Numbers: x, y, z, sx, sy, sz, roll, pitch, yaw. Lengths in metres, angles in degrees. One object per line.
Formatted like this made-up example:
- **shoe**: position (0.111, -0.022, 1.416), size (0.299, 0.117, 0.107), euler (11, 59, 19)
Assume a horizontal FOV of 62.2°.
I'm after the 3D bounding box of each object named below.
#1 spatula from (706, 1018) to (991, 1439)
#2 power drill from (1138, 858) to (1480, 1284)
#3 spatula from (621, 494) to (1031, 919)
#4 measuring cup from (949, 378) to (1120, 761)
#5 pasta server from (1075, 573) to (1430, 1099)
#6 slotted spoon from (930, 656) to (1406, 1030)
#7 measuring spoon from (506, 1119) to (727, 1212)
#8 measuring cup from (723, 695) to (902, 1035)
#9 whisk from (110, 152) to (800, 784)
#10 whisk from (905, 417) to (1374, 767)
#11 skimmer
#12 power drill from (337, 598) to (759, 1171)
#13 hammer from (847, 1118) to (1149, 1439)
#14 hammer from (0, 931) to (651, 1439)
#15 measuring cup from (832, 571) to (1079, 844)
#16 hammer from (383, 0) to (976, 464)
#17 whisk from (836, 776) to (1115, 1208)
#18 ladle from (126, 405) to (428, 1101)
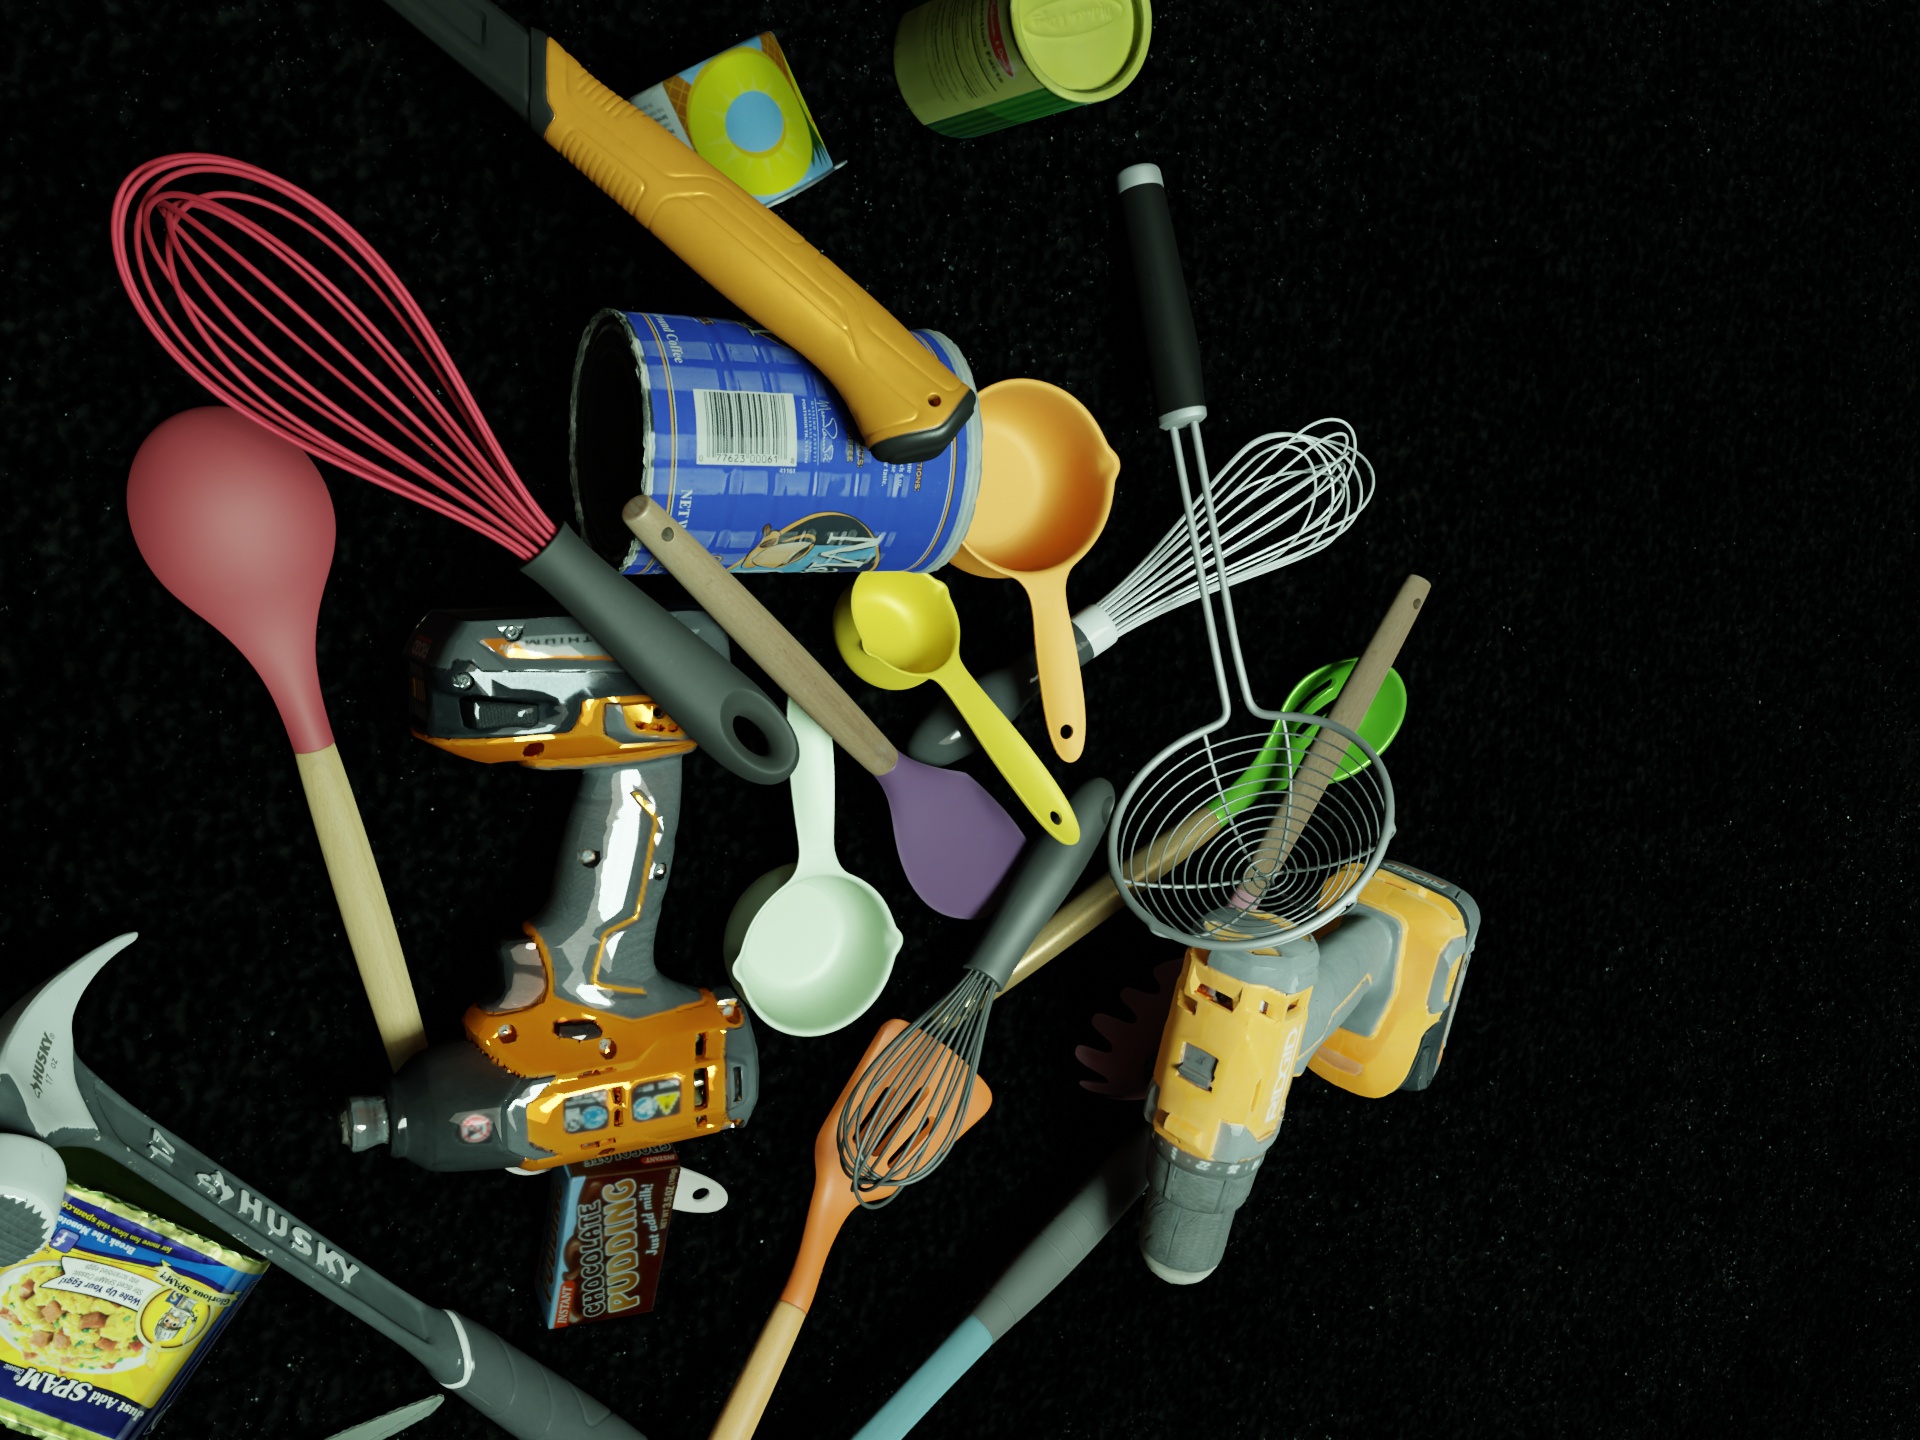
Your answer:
- **spatula**: position (-0.083, 0.291, 0.722), size (0.081, 0.041, 0.323), euler (44, 57, -28)
- **power drill**: position (0.170, 0.171, 0.805), size (0.226, 0.084, 0.185), euler (-10, 116, -50)
- **spatula**: position (-0.047, 0.007, 0.678), size (0.060, 0.018, 0.315), euler (-54, 139, -12)
- **measuring cup**: position (0.027, -0.067, 0.731), size (0.095, 0.052, 0.173), euler (-14, 101, -24)
- **pasta server**: position (0.157, 0.063, 0.825), size (0.060, 0.040, 0.316), euler (29, 89, -38)
- **slotted spoon**: position (0.110, 0.063, 0.826), size (0.314, 0.031, 0.070), euler (-35, 117, -17)
- **measuring spoon**: position (-0.154, 0.197, 0.712), size (0.124, 0.018, 0.034), euler (33, 96, -36)
- **measuring cup**: position (-0.072, 0.057, 0.717), size (0.083, 0.038, 0.167), euler (-7, 101, -28)
- **whisk**: position (-0.161, -0.074, 0.552), size (0.295, 0.073, 0.073), euler (45, 77, -26)
- **whisk**: position (0.089, -0.062, 0.776), size (0.284, 0.070, 0.070), euler (-35, 114, -14)
- **skimmer**: position (0.104, -0.082, 0.709), size (0.090, 0.127, 0.363), euler (4, 76, -69)
- **power drill**: position (-0.166, 0.069, 0.633), size (0.164, 0.084, 0.226), euler (-5, 100, -29)
- **hammer**: position (0.019, 0.290, 0.784), size (0.331, 0.033, 0.128), euler (-39, 159, -26)
- **hammer**: position (-0.219, 0.238, 0.634), size (0.036, 0.149, 0.408), euler (-34, 125, 3)
- **measuring cup**: position (-0.001, -0.002, 0.721), size (0.156, 0.029, 0.062), euler (52, 49, -7)
- **hammer**: position (-0.126, -0.217, 0.571), size (0.336, 0.034, 0.127), euler (40, 78, -8)
- **whisk**: position (0.013, 0.123, 0.759), size (0.055, 0.055, 0.239), euler (46, 64, -28)
- **ladle**: position (-0.247, 0.035, 0.622), size (0.069, 0.031, 0.315), euler (-20, 110, -27)
